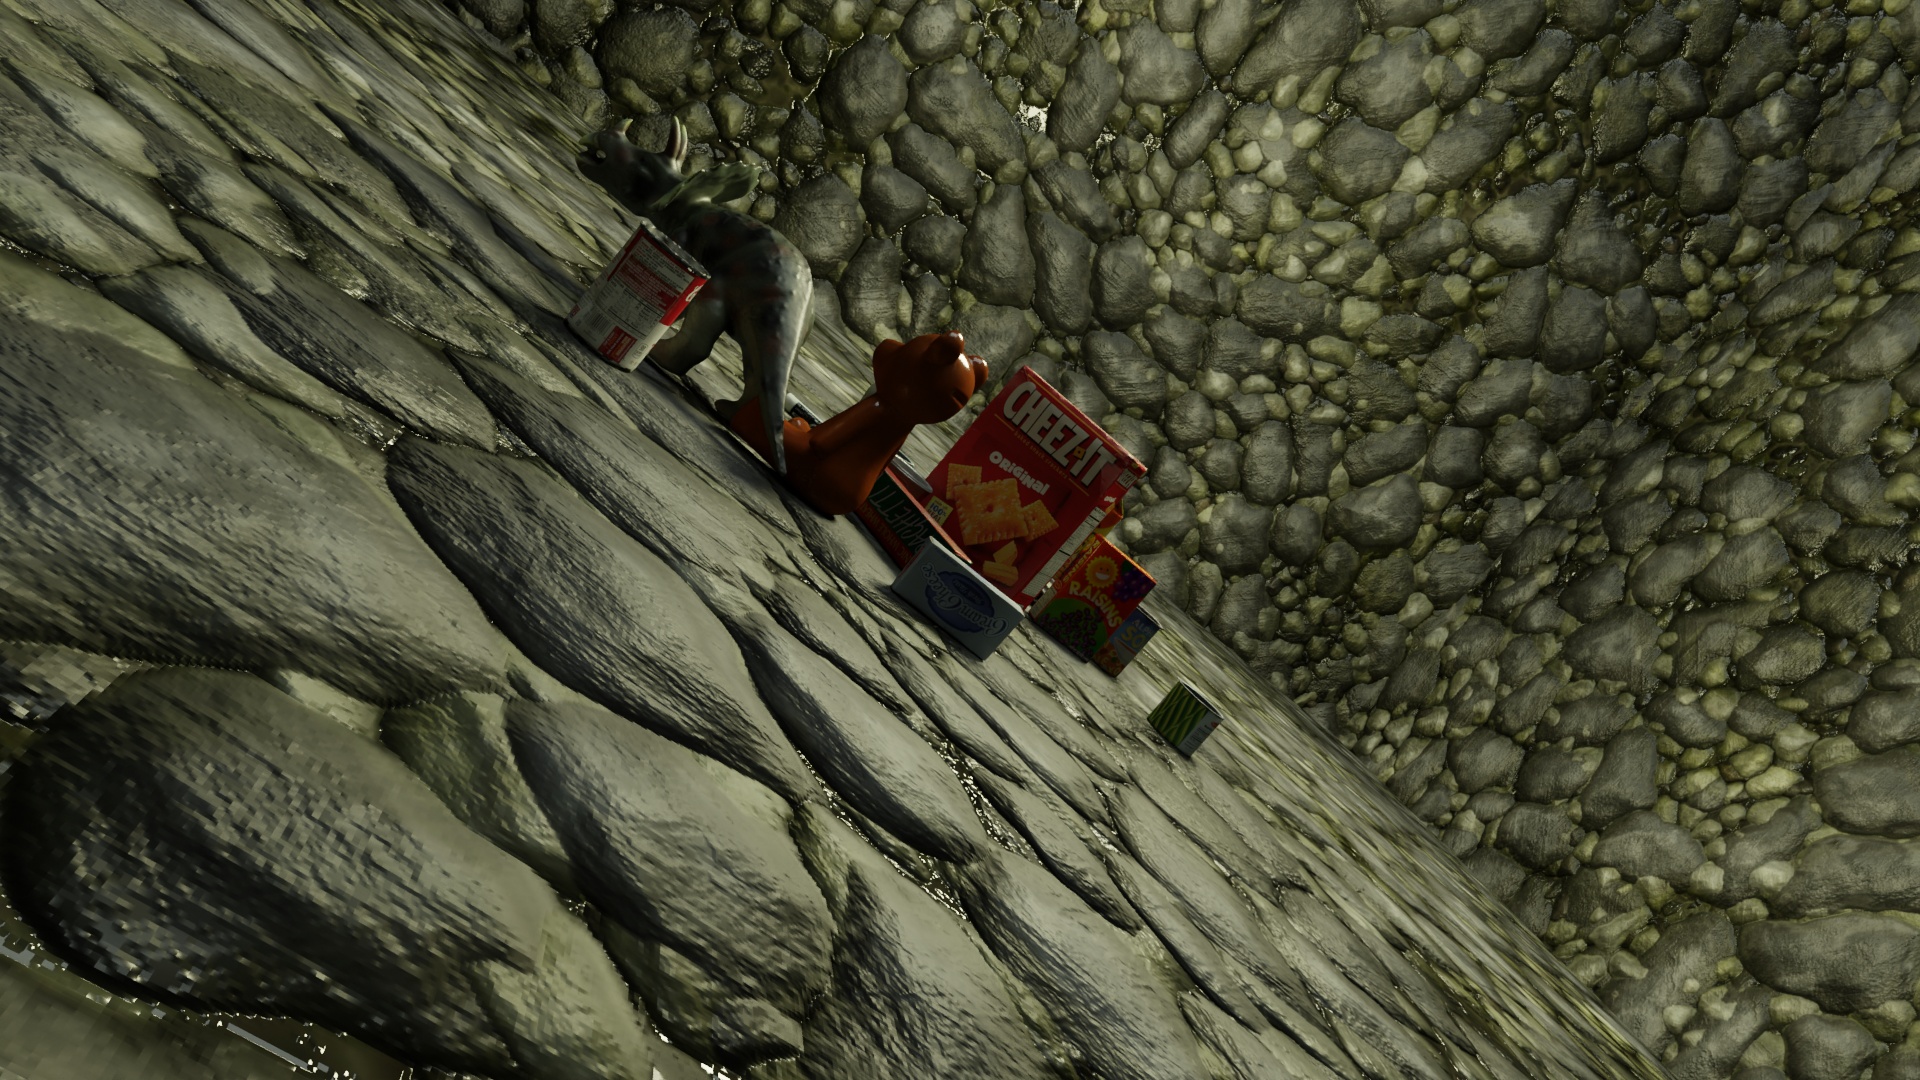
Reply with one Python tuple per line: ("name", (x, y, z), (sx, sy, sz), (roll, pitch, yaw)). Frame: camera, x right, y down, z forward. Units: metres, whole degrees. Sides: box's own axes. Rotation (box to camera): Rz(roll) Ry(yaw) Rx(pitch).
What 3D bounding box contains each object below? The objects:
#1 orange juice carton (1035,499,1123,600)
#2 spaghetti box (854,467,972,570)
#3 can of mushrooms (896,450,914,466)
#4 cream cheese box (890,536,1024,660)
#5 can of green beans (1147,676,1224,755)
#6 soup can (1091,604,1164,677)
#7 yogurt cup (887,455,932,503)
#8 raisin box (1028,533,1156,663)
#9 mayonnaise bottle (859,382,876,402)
("orange juice carton", (0.133, -0.022, 1.749), (0.073, 0.192, 0.072), (37, 7, -33))
("spaghetti box", (-0.067, -0.028, 1.306), (0.028, 0.050, 0.251), (35, 9, -41))
("can of mushrooms", (-0.092, -0.101, 1.706), (0.071, 0.033, 0.071), (40, 7, -5))
("cream cheese box", (-0.002, 0.049, 1.150), (0.103, 0.053, 0.024), (38, 7, -16))
("can of green beans", (0.252, 0.199, 1.559), (0.071, 0.058, 0.071), (40, 7, -5))
("soup can", (0.191, 0.114, 1.663), (0.071, 0.083, 0.071), (40, 6, -5))
("yogurt cup", (-0.070, -0.054, 1.435), (0.072, 0.054, 0.072), (40, 7, -5))
("raisin box", (0.151, 0.065, 1.585), (0.086, 0.123, 0.040), (39, 6, -13))
("mayonnaise bottle", (-0.084, -0.134, 1.474), (0.064, 0.148, 0.041), (35, 8, -40))
